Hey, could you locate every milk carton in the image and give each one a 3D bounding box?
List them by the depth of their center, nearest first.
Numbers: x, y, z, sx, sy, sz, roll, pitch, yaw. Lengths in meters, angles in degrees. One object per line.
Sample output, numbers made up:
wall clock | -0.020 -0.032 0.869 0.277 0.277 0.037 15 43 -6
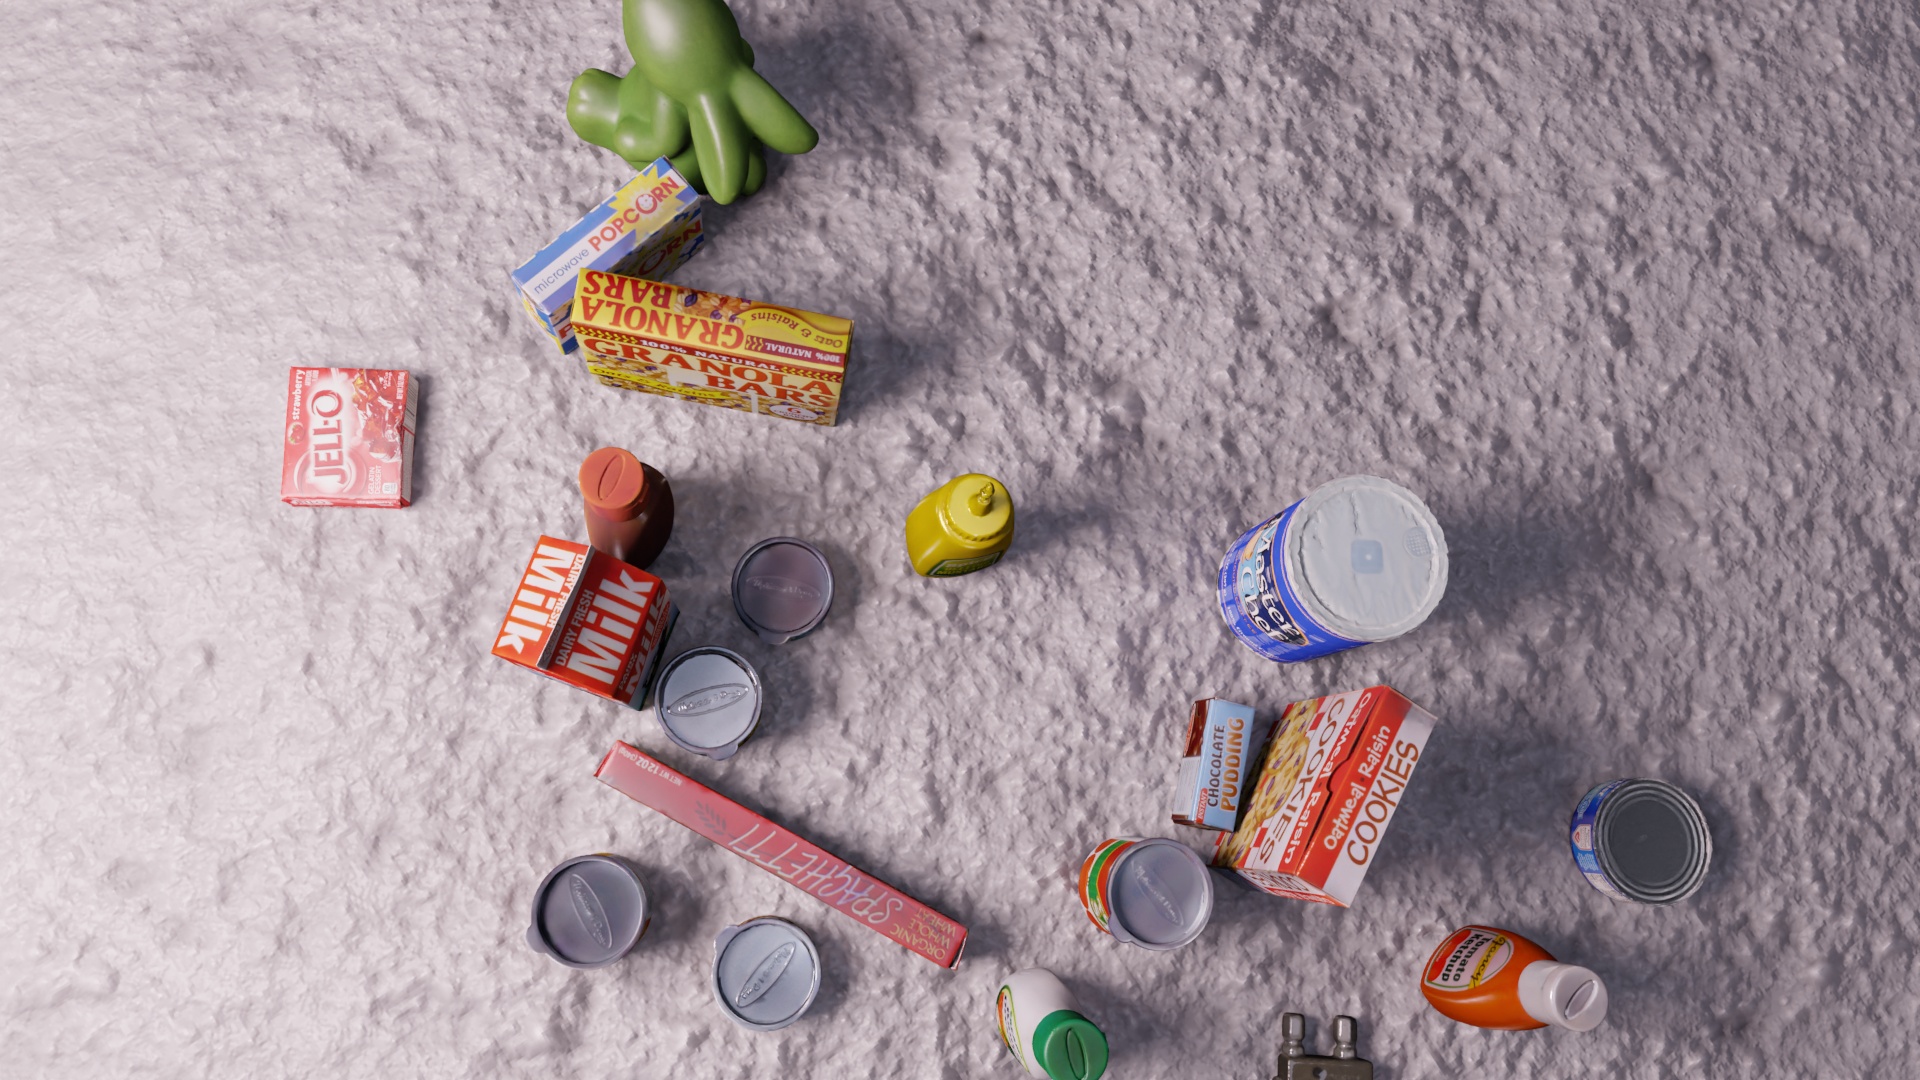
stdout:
milk carton | -0.216 0.050 0.807 0.073 0.190 0.072 20 77 -3

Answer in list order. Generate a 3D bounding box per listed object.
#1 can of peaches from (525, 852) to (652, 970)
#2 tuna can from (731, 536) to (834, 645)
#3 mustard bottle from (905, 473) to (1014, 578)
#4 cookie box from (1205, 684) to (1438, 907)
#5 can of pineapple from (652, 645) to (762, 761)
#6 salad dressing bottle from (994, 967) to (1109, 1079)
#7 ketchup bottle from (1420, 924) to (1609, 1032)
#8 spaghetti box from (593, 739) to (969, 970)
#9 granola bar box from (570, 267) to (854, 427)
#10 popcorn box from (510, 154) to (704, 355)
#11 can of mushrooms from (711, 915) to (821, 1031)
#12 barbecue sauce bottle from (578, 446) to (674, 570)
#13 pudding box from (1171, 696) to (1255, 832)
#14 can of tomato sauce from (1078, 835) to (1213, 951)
can of peaches | -0.223 0.223 0.838 0.071 0.058 0.071 2 79 -7
tuna can | -0.116 0.035 0.905 0.071 0.032 0.071 2 78 -7
mustard bottle | 0.003 -0.011 0.865 0.065 0.160 0.049 -10 81 -9
cookie box | 0.217 0.157 0.856 0.040 0.167 0.123 30 77 -1
can of pineapple | -0.157 0.104 0.872 0.071 0.057 0.071 2 79 -7
salad dressing bottle | 0.053 0.289 0.817 0.044 0.147 0.064 -11 81 -10
ketchup bottle | 0.343 0.274 0.859 0.043 0.148 0.065 44 77 2
spaghetti box | -0.109 0.195 0.864 0.250 0.050 0.029 29 77 -1
granola bar box | -0.155 -0.119 0.884 0.166 0.124 0.039 10 78 -6
popcorn box | -0.227 -0.184 0.907 0.127 0.085 0.038 -43 87 -13
can of mushrooms | -0.121 0.264 0.857 0.071 0.033 0.071 2 78 -7
barbecue sauce bottle | -0.203 -0.021 0.845 0.044 0.148 0.065 22 77 -3
pudding box | 0.165 0.147 0.912 0.030 0.049 0.084 14 77 -5
can of tomato sauce | 0.113 0.221 0.872 0.071 0.083 0.071 2 79 -7
